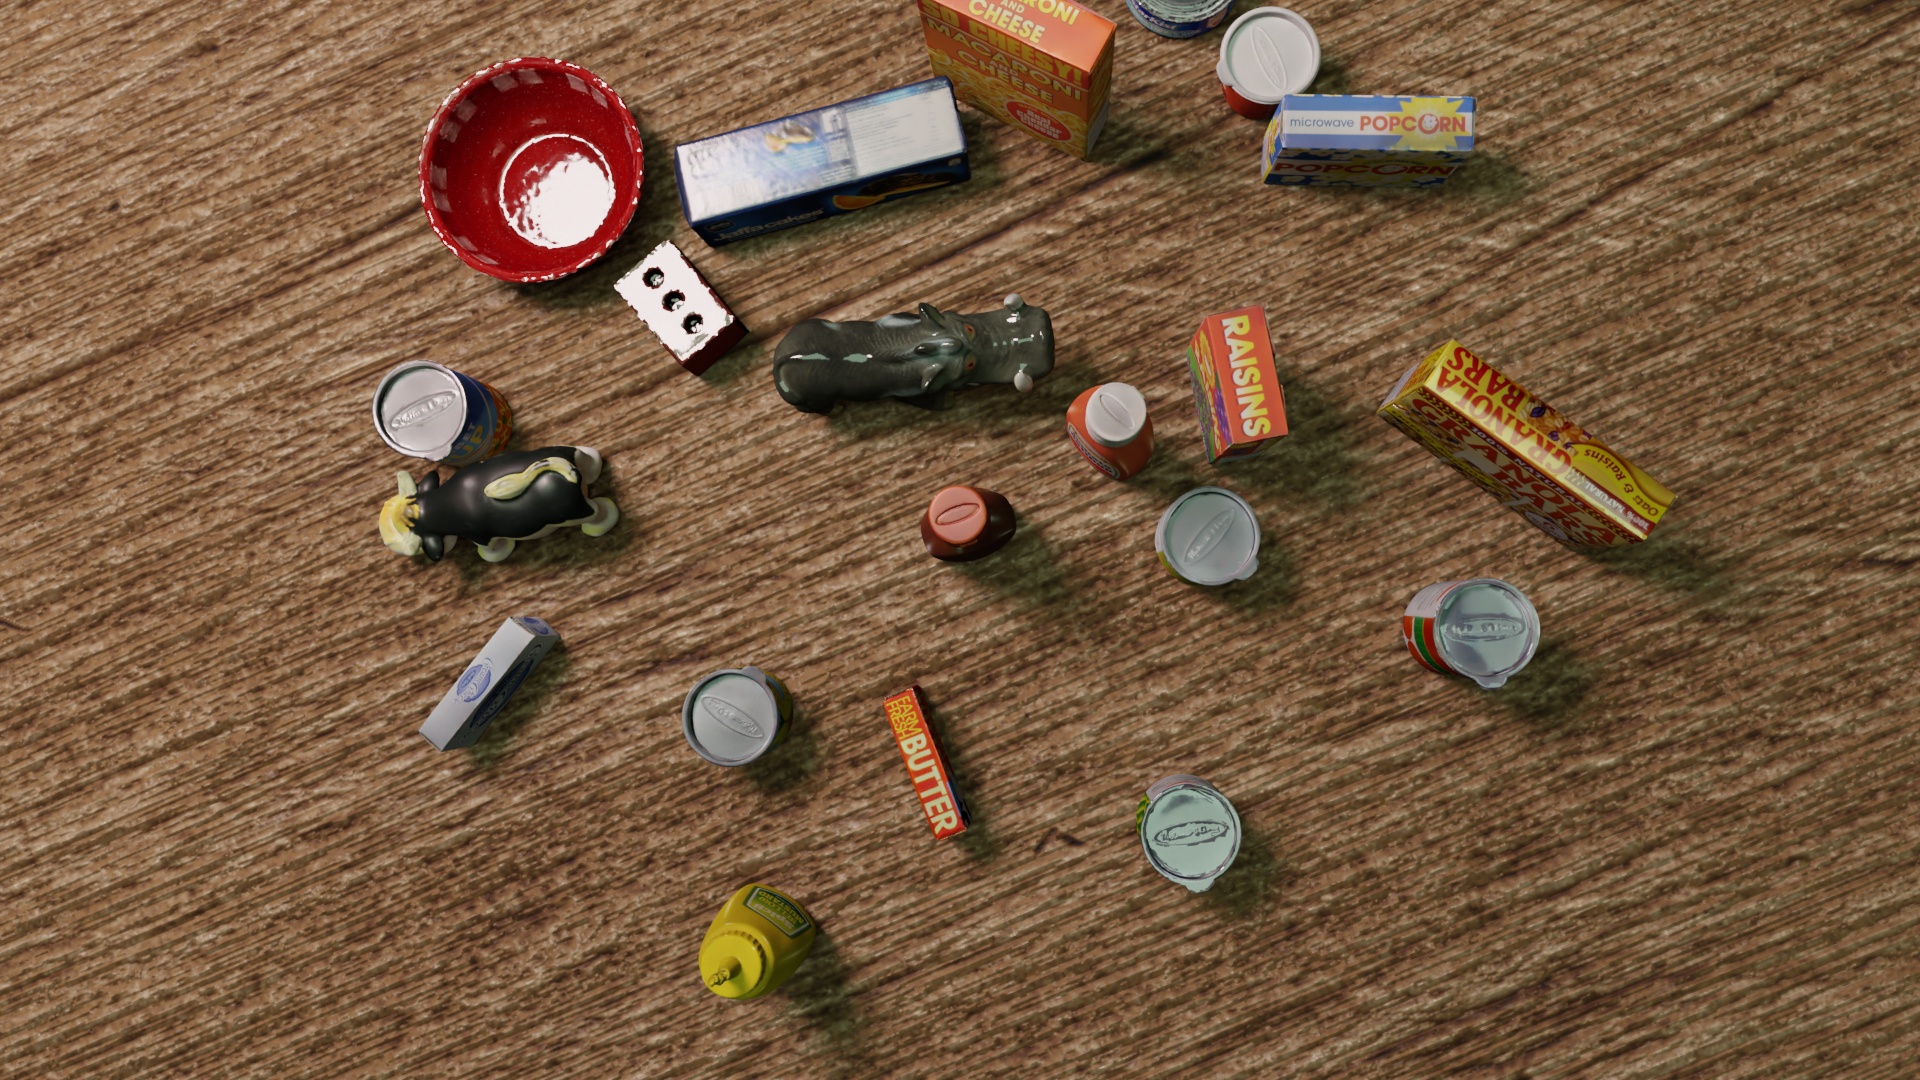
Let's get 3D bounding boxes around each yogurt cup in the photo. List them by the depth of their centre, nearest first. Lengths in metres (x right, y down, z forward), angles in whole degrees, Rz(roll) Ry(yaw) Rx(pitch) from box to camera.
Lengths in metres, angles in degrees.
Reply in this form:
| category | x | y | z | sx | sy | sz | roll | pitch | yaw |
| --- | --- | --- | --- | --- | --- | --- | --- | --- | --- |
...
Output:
| category | x | y | z | sx | sy | sz | roll | pitch | yaw |
| --- | --- | --- | --- | --- | --- | --- | --- | --- | --- |
| yogurt cup | 0.212 | -0.329 | 0.969 | 0.072 | 0.054 | 0.072 | 0 | 87 | 4 |

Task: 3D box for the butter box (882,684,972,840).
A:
| category | x | y | z | sx | sy | sz | roll | pitch | yaw |
| --- | --- | --- | --- | --- | --- | --- | --- | --- | --- |
| butter box | -0.023 | 0.151 | 0.953 | 0.024 | 0.053 | 0.103 | -22 | 85 | 2 |

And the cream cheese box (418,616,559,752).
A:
| category | x | y | z | sx | sy | sz | roll | pitch | yaw |
| --- | --- | --- | --- | --- | --- | --- | --- | --- | --- |
| cream cheese box | -0.330 | 0.099 | 0.975 | 0.024 | 0.053 | 0.104 | 38 | 89 | 5 |

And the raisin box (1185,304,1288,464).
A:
| category | x | y | z | sx | sy | sz | roll | pitch | yaw |
| --- | --- | --- | --- | --- | --- | --- | --- | --- | --- |
| raisin box | 0.182 | -0.100 | 0.921 | 0.040 | 0.123 | 0.086 | -10 | 86 | 3 |

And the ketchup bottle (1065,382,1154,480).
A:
| category | x | y | z | sx | sy | sz | roll | pitch | yaw |
| --- | --- | --- | --- | --- | --- | --- | --- | --- | --- |
| ketchup bottle | 0.100 | -0.075 | 0.912 | 0.043 | 0.149 | 0.065 | -45 | 85 | 1 |

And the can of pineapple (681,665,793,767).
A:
| category | x | y | z | sx | sy | sz | roll | pitch | yaw |
| --- | --- | --- | --- | --- | --- | --- | --- | --- | --- |
| can of pineapple | -0.151 | 0.119 | 0.961 | 0.071 | 0.058 | 0.071 | 0 | 87 | 4 |

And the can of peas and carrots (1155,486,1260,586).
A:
| category | x | y | z | sx | sy | sz | roll | pitch | yaw |
| --- | --- | --- | --- | --- | --- | --- | --- | --- | --- |
| can of peas and carrots | 0.170 | 0.000 | 0.948 | 0.071 | 0.058 | 0.071 | 0 | 87 | 4 |

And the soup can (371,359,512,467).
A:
| category | x | y | z | sx | sy | sz | roll | pitch | yaw |
| --- | --- | --- | --- | --- | --- | --- | --- | --- | --- |
| soup can | -0.360 | -0.084 | 0.973 | 0.071 | 0.084 | 0.071 | 0 | 87 | 4 |

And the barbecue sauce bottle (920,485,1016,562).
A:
| category | x | y | z | sx | sy | sz | roll | pitch | yaw |
| --- | --- | --- | --- | --- | --- | --- | --- | --- | --- |
| barbecue sauce bottle | 0.003 | -0.011 | 0.914 | 0.065 | 0.148 | 0.043 | -19 | 86 | 3 |

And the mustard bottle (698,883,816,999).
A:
| category | x | y | z | sx | sy | sz | roll | pitch | yaw |
| --- | --- | --- | --- | --- | --- | --- | --- | --- | --- |
| mustard bottle | -0.136 | 0.264 | 0.899 | 0.065 | 0.160 | 0.049 | 33 | 90 | 5 |

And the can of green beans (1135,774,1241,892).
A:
| category | x | y | z | sx | sy | sz | roll | pitch | yaw |
| --- | --- | --- | --- | --- | --- | --- | --- | --- | --- |
| can of green beans | 0.153 | 0.194 | 0.937 | 0.071 | 0.058 | 0.071 | 0 | 87 | 4 |

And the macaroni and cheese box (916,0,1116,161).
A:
| category | x | y | z | sx | sy | sz | roll | pitch | yaw |
| --- | --- | --- | --- | --- | --- | --- | --- | --- | --- |
| macaroni and cheese box | 0.038 | -0.321 | 0.922 | 0.124 | 0.166 | 0.040 | 27 | 89 | 5 |

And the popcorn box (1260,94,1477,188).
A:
| category | x | y | z | sx | sy | sz | roll | pitch | yaw |
| --- | --- | --- | --- | --- | --- | --- | --- | --- | --- |
| popcorn box | 0.274 | -0.271 | 0.945 | 0.127 | 0.085 | 0.038 | 2 | 87 | 4 |

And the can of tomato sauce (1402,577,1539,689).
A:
| category | x | y | z | sx | sy | sz | roll | pitch | yaw |
| --- | --- | --- | --- | --- | --- | --- | --- | --- | --- |
| can of tomato sauce | 0.337 | 0.061 | 0.922 | 0.071 | 0.083 | 0.071 | 0 | 87 | 4 |

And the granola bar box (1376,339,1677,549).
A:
| category | x | y | z | sx | sy | sz | roll | pitch | yaw |
| --- | --- | --- | --- | --- | --- | --- | --- | --- | --- |
| granola bar box | 0.362 | -0.058 | 0.907 | 0.165 | 0.124 | 0.039 | 36 | 90 | 5 |
